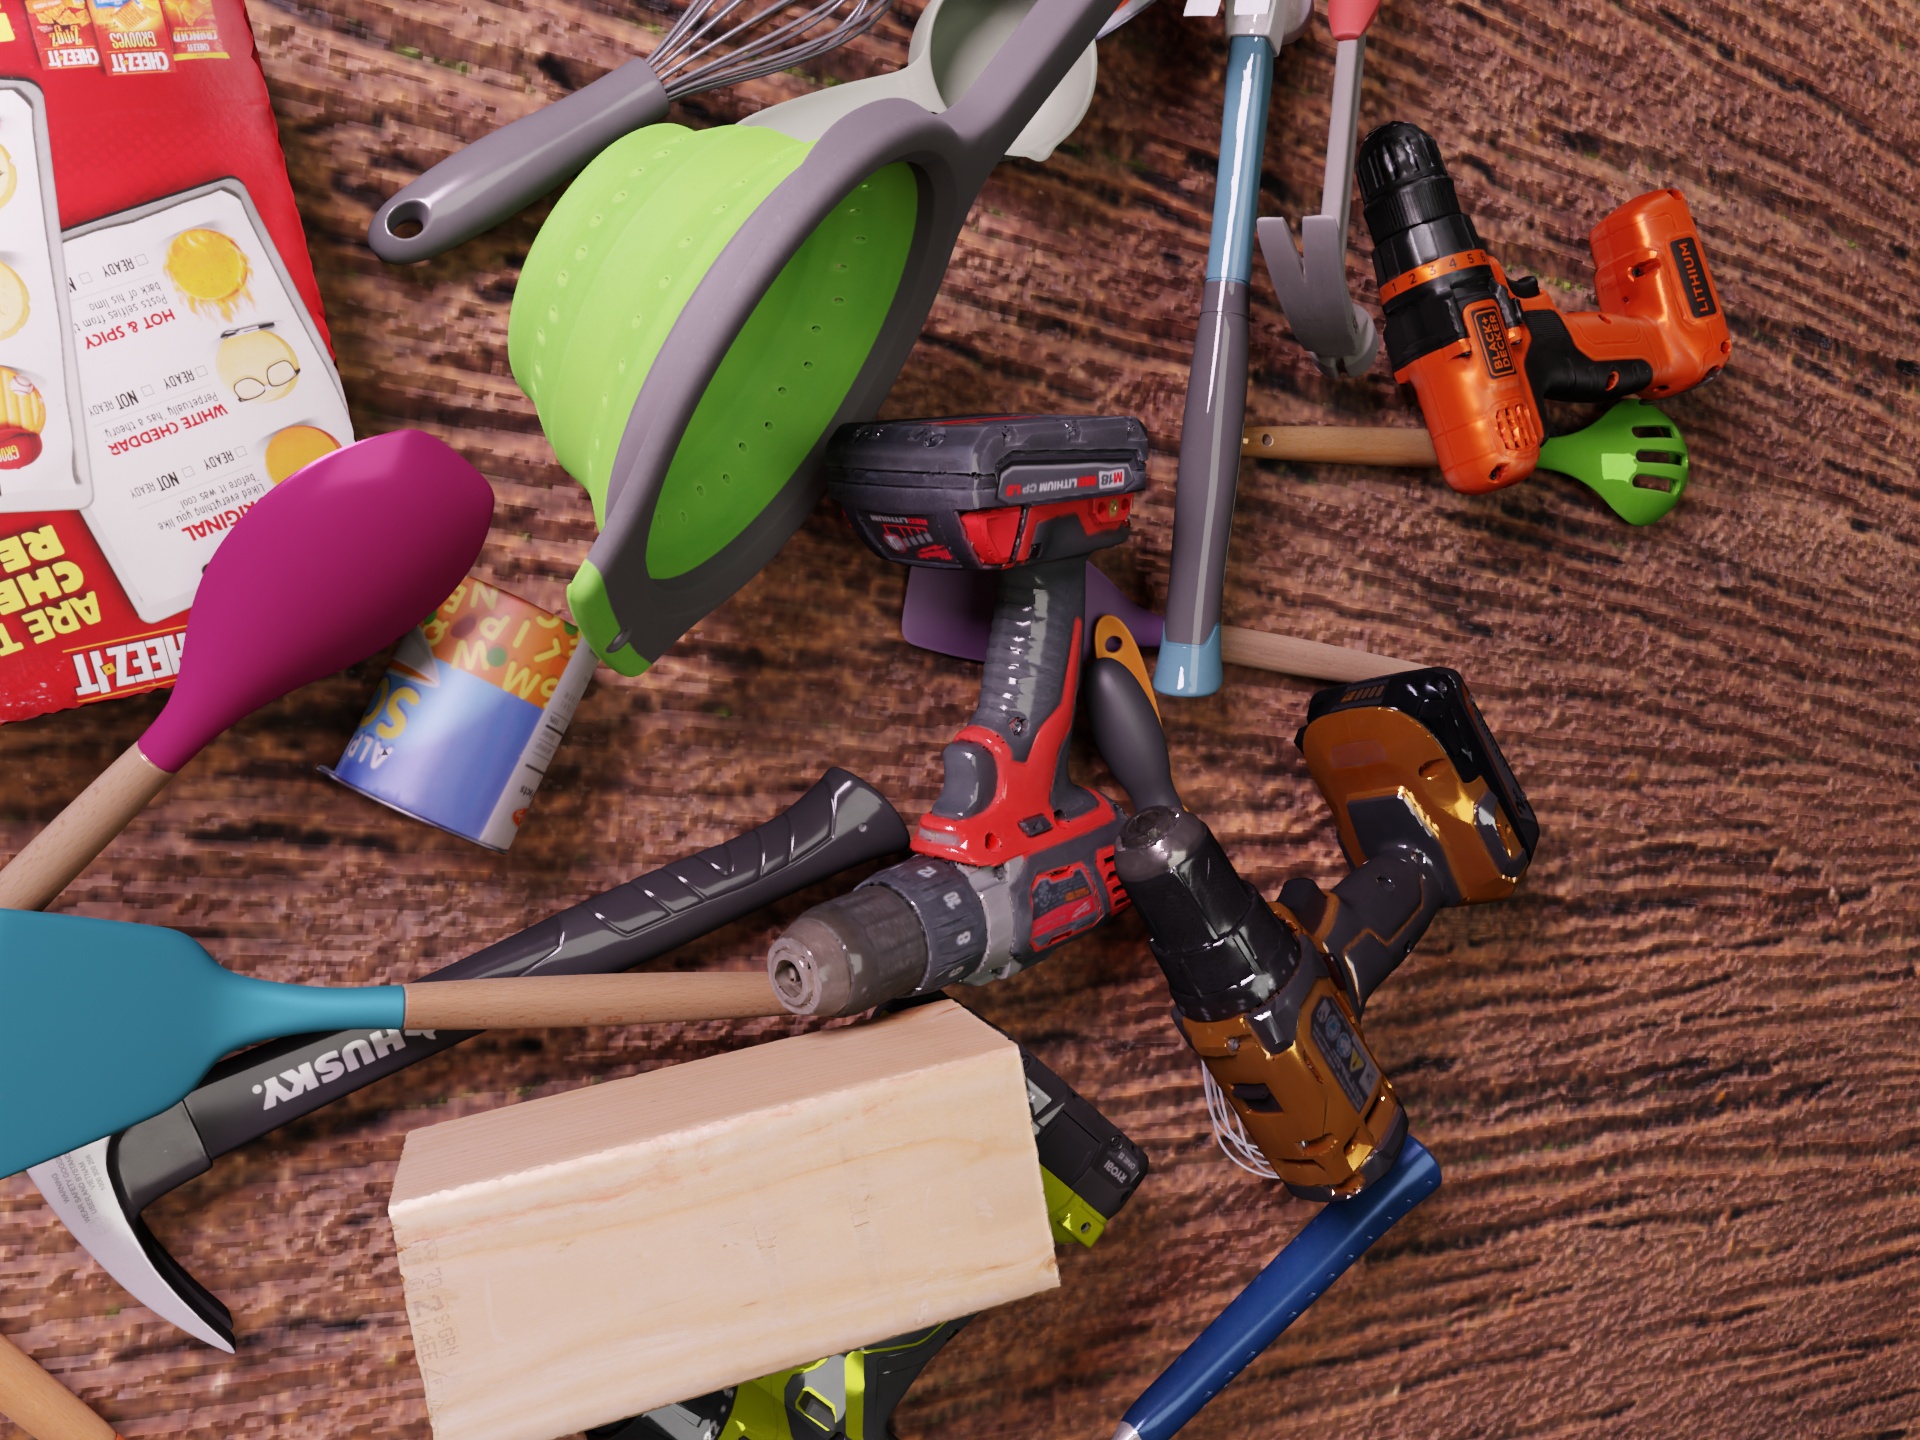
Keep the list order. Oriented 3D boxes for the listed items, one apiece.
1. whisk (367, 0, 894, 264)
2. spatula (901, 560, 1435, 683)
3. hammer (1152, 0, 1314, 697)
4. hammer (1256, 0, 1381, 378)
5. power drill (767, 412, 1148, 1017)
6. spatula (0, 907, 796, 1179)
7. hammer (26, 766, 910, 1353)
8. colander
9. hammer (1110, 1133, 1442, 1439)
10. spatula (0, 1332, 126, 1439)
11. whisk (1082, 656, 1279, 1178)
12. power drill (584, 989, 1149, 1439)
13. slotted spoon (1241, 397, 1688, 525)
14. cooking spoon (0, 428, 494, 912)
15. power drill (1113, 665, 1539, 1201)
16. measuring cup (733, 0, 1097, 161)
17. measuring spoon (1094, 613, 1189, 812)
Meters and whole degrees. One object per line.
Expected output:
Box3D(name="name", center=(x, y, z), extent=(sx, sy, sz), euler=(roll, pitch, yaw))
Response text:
Box3D(name="whisk", center=(-0.118, -0.239, 0.593), extent=(0.239, 0.055, 0.055), euler=(-38, 111, -15))
Box3D(name="spatula", center=(0.117, -0.040, 0.749), extent=(0.315, 0.018, 0.060), euler=(9, 95, -27))
Box3D(name="hammer", center=(0.116, -0.175, 0.694), extent=(0.128, 0.033, 0.331), euler=(-10, 106, -70))
Box3D(name="hammer", center=(0.175, -0.344, 0.702), extent=(0.149, 0.037, 0.359), euler=(26, 69, -67))
Box3D(name="power drill", center=(-0.001, -0.002, 0.622), extent=(0.188, 0.080, 0.226), euler=(-15, 109, -46))
Box3D(name="spatula", center=(-0.167, 0.103, 0.558), extent=(0.317, 0.044, 0.082), euler=(3, 88, -29))
Box3D(name="hammer", center=(-0.167, 0.102, 0.603), extent=(0.335, 0.035, 0.146), euler=(-23, 104, -25))
Box3D(name="colander", center=(-0.045, -0.205, 0.581), extent=(0.094, 0.204, 0.397), euler=(34, 78, 6))
Box3D(name="hammer", center=(0.067, 0.326, 0.704), extent=(0.405, 0.035, 0.144), euler=(-35, 147, -22))
Box3D(name="spatula", center=(-0.304, 0.234, 0.531), extent=(0.081, 0.041, 0.322), euler=(-42, 116, -18))
Box3D(name="whisk", center=(0.116, 0.099, 0.734), extent=(0.070, 0.070, 0.284), euler=(-31, 108, -22))
Box3D(name="power drill", center=(-0.047, 0.227, 0.654), extent=(0.190, 0.080, 0.228), euler=(44, 77, -24))
Box3D(name="slotted spoon", center=(0.269, -0.137, 0.817), extent=(0.313, 0.031, 0.070), euler=(-3, 91, -26))
Box3D(name="cooking spoon", center=(-0.268, 0.029, 0.497), extent=(0.319, 0.017, 0.068), euler=(-44, 139, 2))
Box3D(name="power drill", center=(0.161, 0.066, 0.700), extent=(0.185, 0.084, 0.226), euler=(56, 50, -18))
Box3D(name="measuring cup", center=(-0.025, -0.254, 0.649), extent=(0.167, 0.038, 0.083), euler=(-24, 108, -15))
Box3D(name="measuring spoon", center=(0.082, 0.003, 0.732), extent=(0.021, 0.011, 0.116), euler=(-20, 111, -1))
